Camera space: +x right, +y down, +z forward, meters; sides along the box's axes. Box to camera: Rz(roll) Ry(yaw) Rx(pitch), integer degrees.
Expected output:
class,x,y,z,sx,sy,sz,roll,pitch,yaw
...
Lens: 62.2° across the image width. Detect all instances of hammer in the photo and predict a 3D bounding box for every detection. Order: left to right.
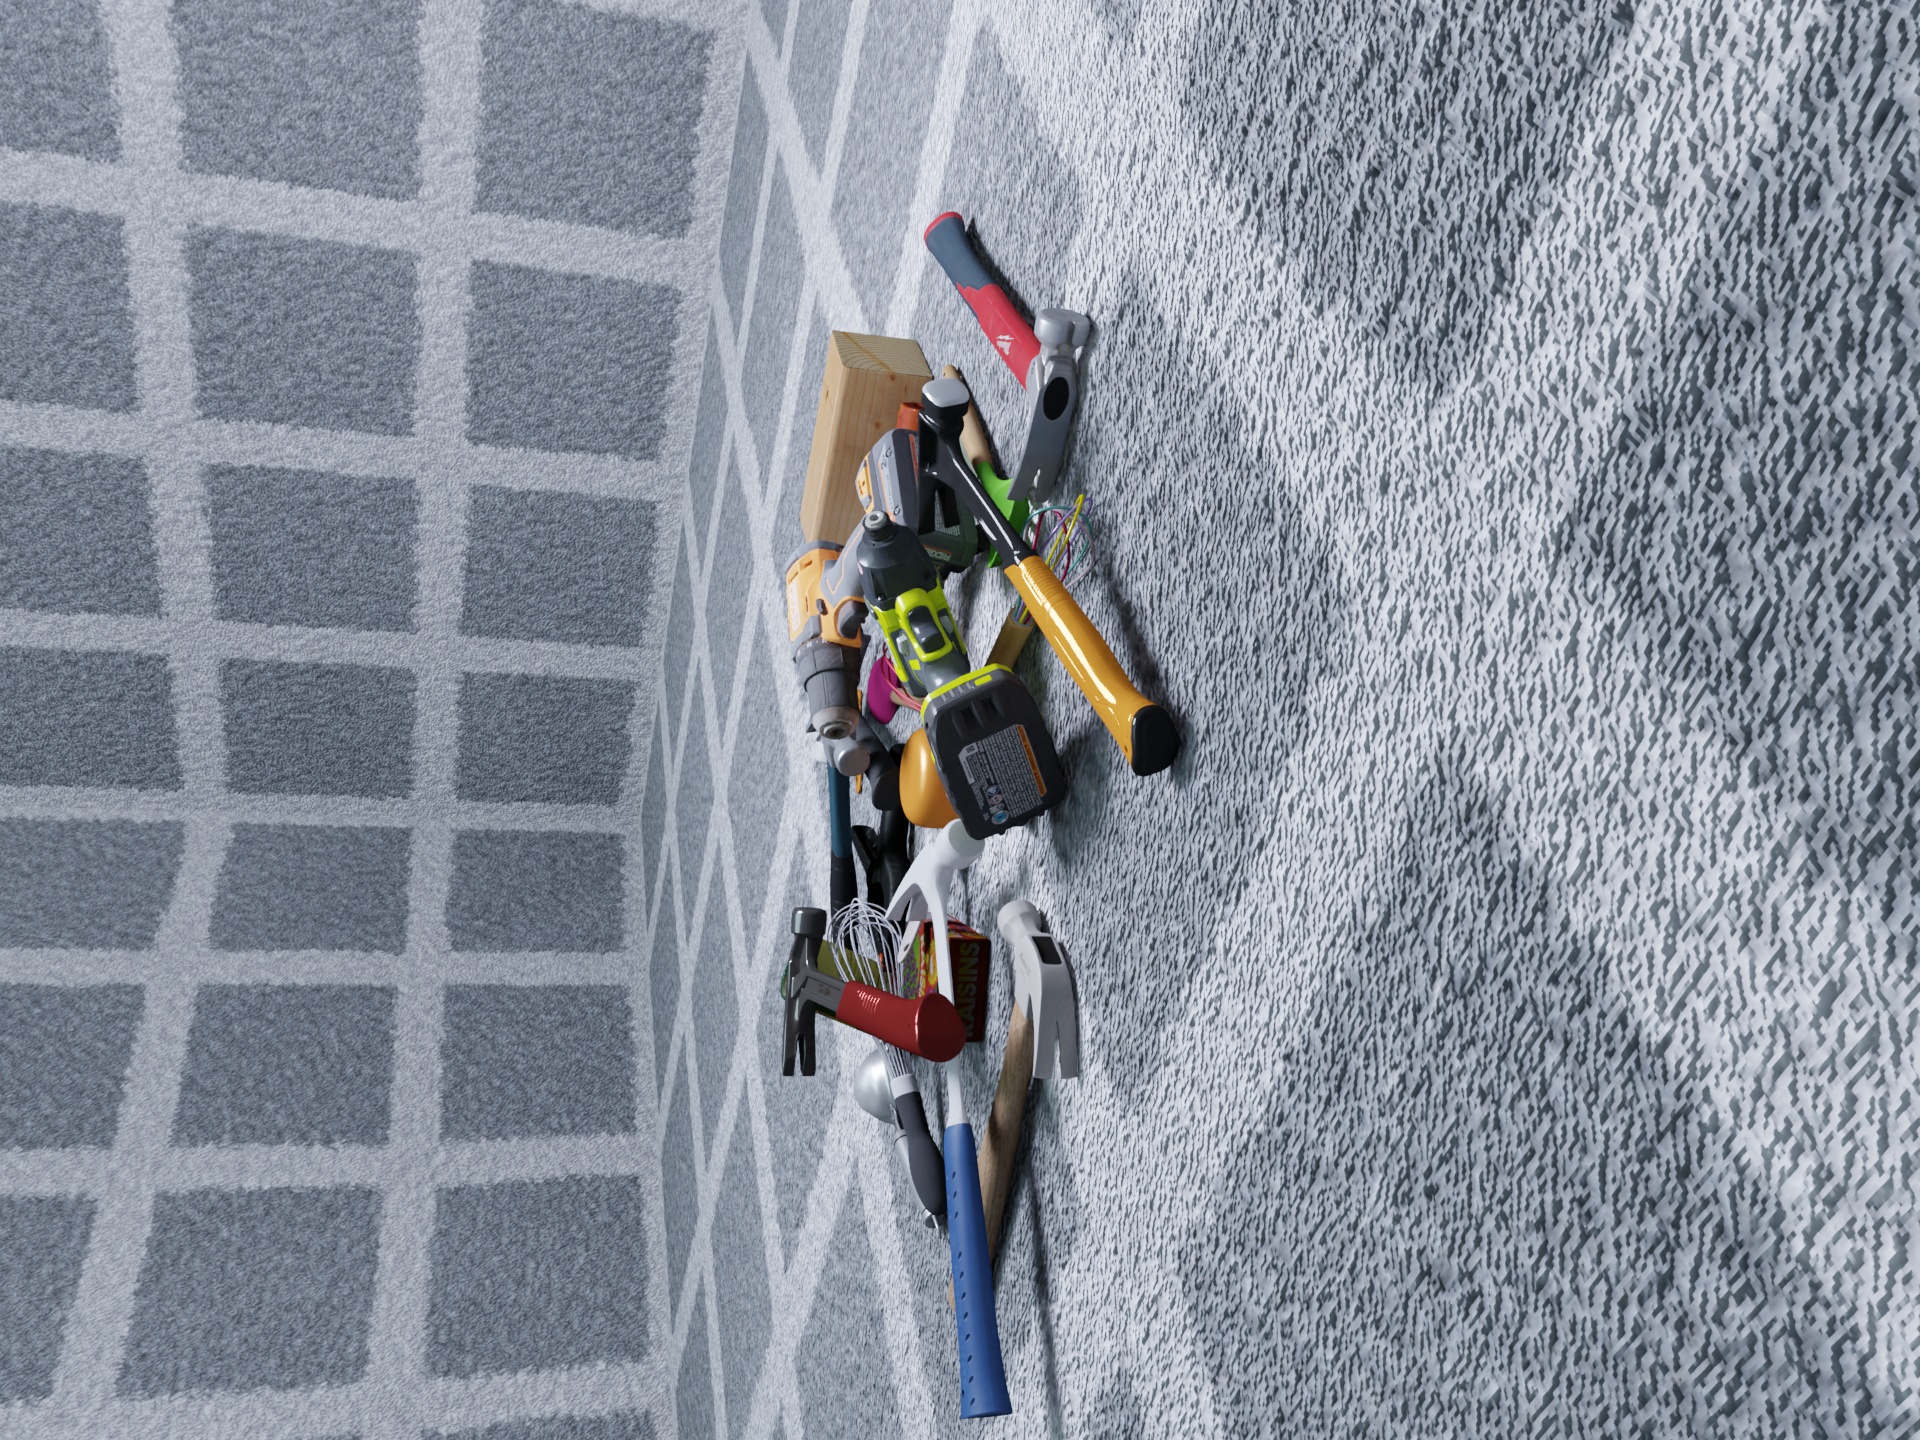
class,x,y,z,sx,sy,sz,roll,pitch,yaw
hammer,-0.111,0.132,1.492,0.128,0.033,0.330,-120,25,-54
hammer,-0.079,0.235,1.253,0.359,0.036,0.149,175,99,-69
hammer,-0.095,0.012,1.544,0.335,0.035,0.146,-131,51,-70
hammer,-0.004,0.284,1.152,0.144,0.035,0.406,129,140,-56
hammer,0.023,-0.318,1.288,0.387,0.038,0.143,-112,28,-55
hammer,0.031,0.304,1.161,0.130,0.031,0.331,-118,34,-60
hammer,0.048,-0.083,1.042,0.127,0.034,0.337,93,154,-46

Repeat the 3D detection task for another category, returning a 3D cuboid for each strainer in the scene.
class,x,y,z,sx,sy,sz,roll,pitch,yaw
strainer,-0.055,0.371,1.427,0.259,0.050,0.086,-124,25,-59

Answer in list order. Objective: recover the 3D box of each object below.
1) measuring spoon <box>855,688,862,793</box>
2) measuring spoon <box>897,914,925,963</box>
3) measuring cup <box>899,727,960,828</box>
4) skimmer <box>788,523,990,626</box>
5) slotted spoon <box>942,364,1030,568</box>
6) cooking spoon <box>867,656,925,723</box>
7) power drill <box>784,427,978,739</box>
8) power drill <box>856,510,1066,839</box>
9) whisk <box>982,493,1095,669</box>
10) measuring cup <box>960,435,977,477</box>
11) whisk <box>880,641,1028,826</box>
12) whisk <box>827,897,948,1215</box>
class,x,y,z,sx,sy,sz,roll,pitch,yaw
measuring spoon,-0.114,0.022,1.724,0.021,0.011,0.117,141,130,-68
measuring spoon,-0.023,0.150,1.316,0.034,0.018,0.124,-29,32,54
measuring cup,-0.009,0.055,1.299,0.174,0.052,0.095,-144,59,-73
skimmer,-0.055,-0.121,1.445,0.363,0.090,0.127,-15,74,54
slotted spoon,0.016,-0.222,1.312,0.314,0.031,0.070,-105,30,-51
cooking spoon,-0.055,-0.022,1.524,0.319,0.017,0.069,-164,77,-74
power drill,-0.075,-0.107,1.315,0.226,0.084,0.186,-44,44,44
power drill,-0.012,-0.038,1.147,0.171,0.080,0.223,69,174,-46
whisk,0.048,-0.084,1.157,0.244,0.051,0.047,116,147,-58
measuring cup,-0.024,-0.177,1.413,0.083,0.038,0.167,-109,29,-51
whisk,-0.002,-0.004,1.289,0.296,0.073,0.073,-122,38,-52
whisk,-0.057,0.286,1.376,0.070,0.070,0.285,119,138,-56
